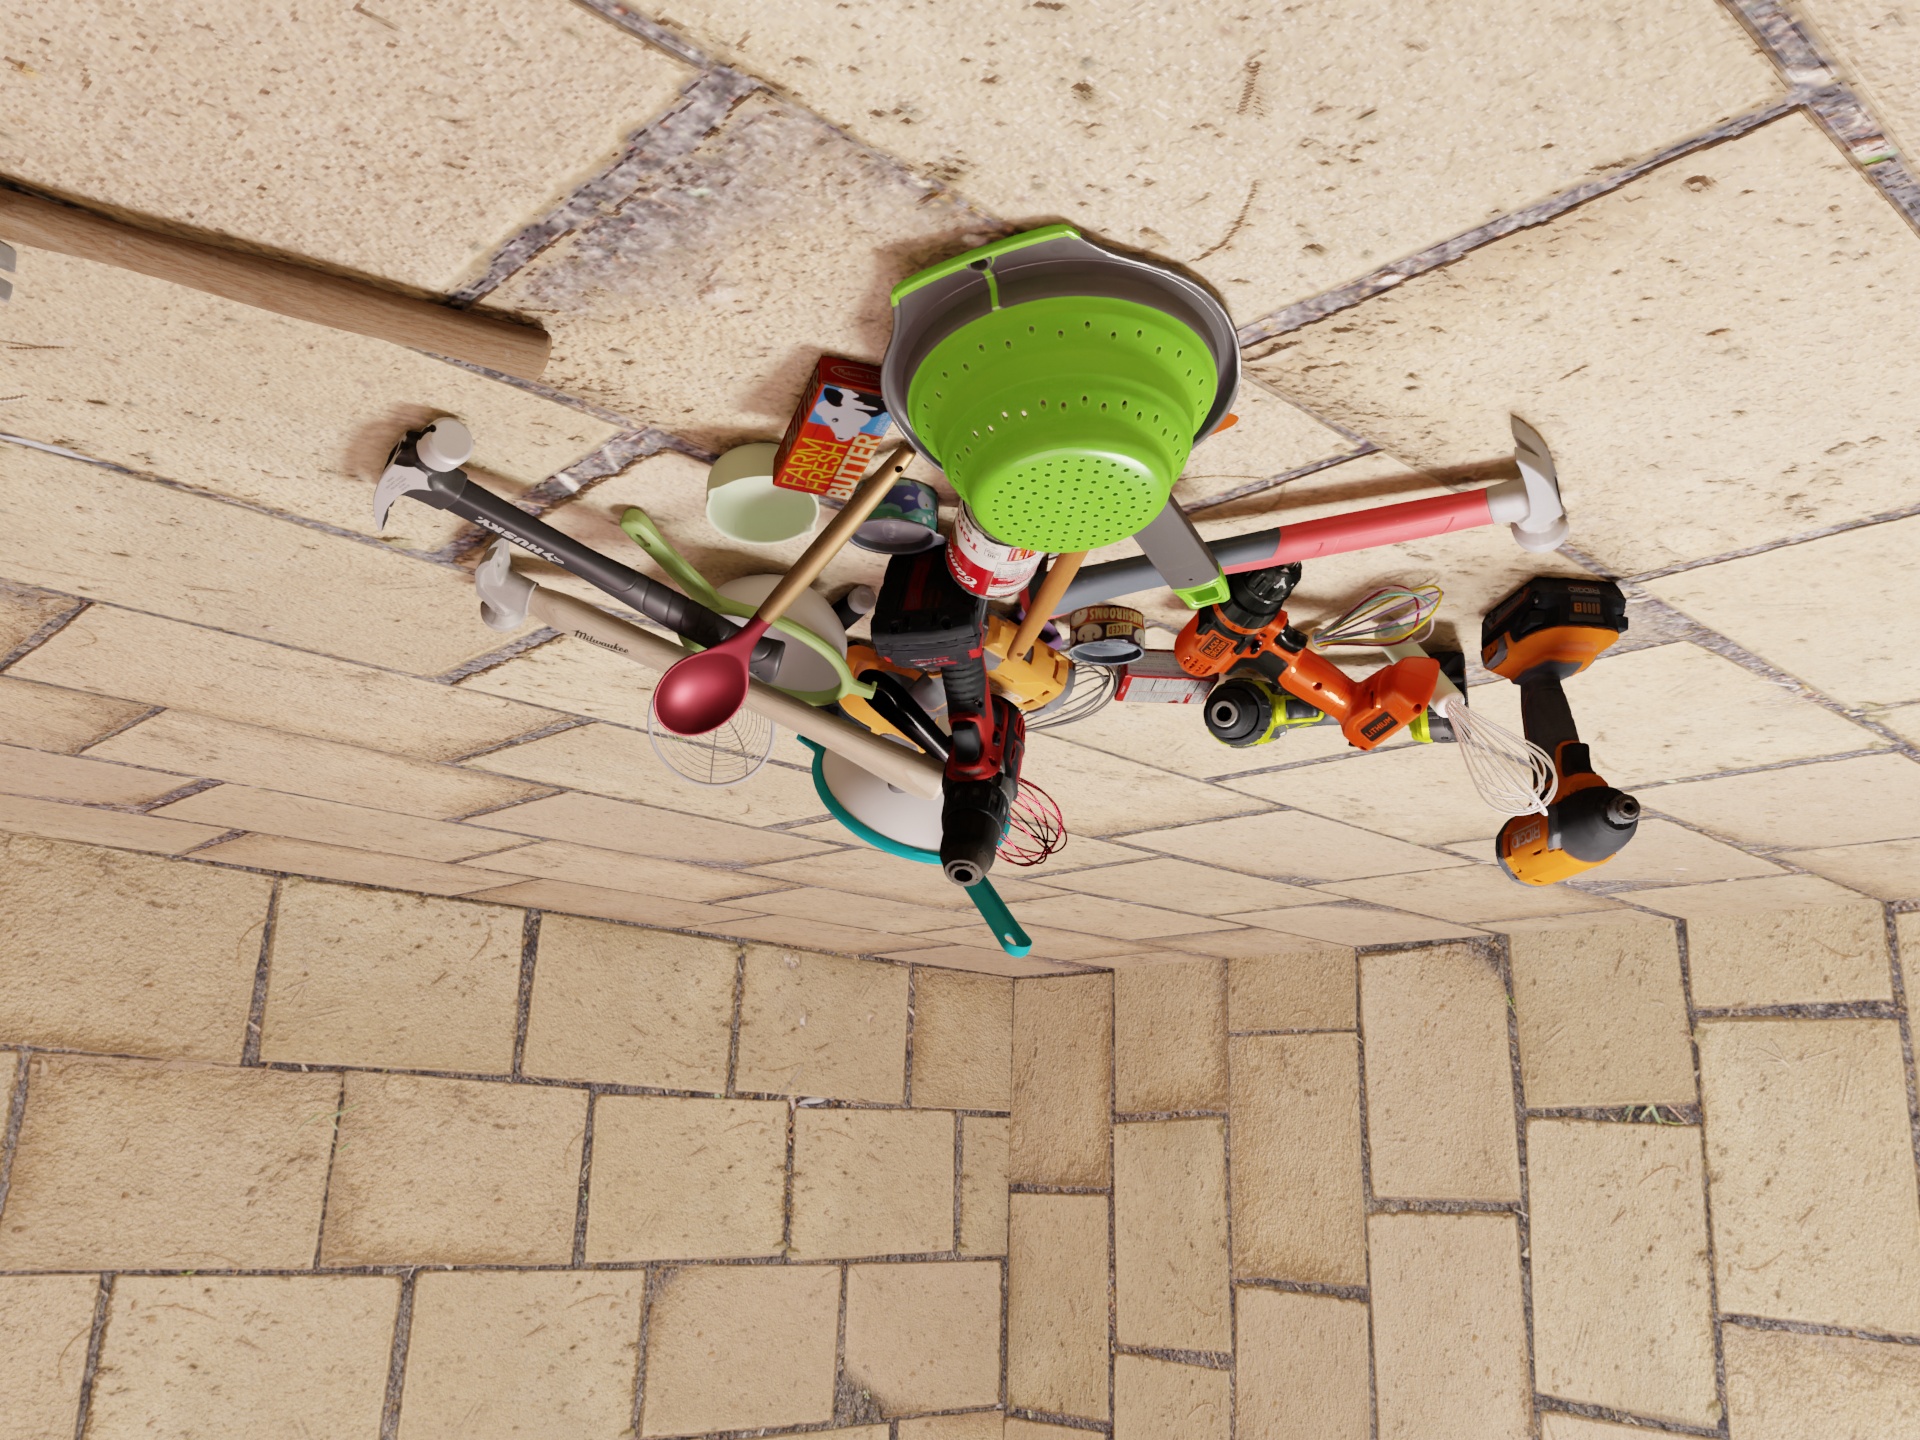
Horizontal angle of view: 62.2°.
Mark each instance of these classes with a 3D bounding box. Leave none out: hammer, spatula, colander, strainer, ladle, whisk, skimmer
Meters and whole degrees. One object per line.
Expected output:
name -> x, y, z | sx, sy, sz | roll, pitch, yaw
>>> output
hammer -> -0.197, -0.036, 1.291 | 0.410, 0.038, 0.146 | 24, 158, -7
spatula -> 0.088, -0.124, 1.095 | 0.081, 0.041, 0.322 | 6, 147, -16
spatula -> 0.060, -0.101, 1.301 | 0.060, 0.018, 0.315 | 10, 165, 3
hammer -> 0.215, -0.127, 1.115 | 0.386, 0.038, 0.143 | -9, 159, 25
colander -> 0.094, -0.128, 0.956 | 0.204, 0.095, 0.396 | -14, 152, 22
strainer -> -0.177, -0.104, 1.269 | 0.151, 0.069, 0.256 | 1, 149, 35
ladle -> -0.126, -0.090, 1.137 | 0.069, 0.031, 0.315 | 20, 133, -33
whisk -> 0.003, 0.044, 1.411 | 0.073, 0.073, 0.295 | -10, 139, 37
strainer -> -0.007, 0.079, 1.539 | 0.211, 0.341, 0.095 | -1, 128, -33
skimmer -> -0.181, -0.032, 1.446 | 0.127, 0.090, 0.363 | 47, 148, -9
whisk -> 0.395, -0.007, 1.267 | 0.058, 0.247, 0.059 | -37, 130, 10
hammer -> -0.387, -0.236, 0.850 | 0.331, 0.031, 0.130 | 10, 162, -28
whisk -> 0.037, 0.007, 1.482 | 0.239, 0.055, 0.055 | -27, 160, 5
hammer -> -0.267, -0.108, 1.163 | 0.334, 0.035, 0.146 | 29, 152, -33
whisk -> 0.314, -0.071, 1.339 | 0.051, 0.047, 0.245 | 8, 167, -25

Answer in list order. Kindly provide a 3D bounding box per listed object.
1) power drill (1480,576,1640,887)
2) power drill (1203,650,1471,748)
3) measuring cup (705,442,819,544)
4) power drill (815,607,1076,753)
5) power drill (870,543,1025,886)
power drill -> 0.476, 0.007, 1.248 | 0.084, 0.227, 0.164 | 3, 164, -6
power drill -> 0.331, -0.013, 1.414 | 0.228, 0.080, 0.190 | -5, 179, 19
measuring cup -> -0.106, -0.176, 1.045 | 0.083, 0.038, 0.167 | 18, 141, -35
power drill -> -0.038, -0.045, 1.392 | 0.185, 0.084, 0.226 | 28, 150, -33
power drill -> -0.002, -0.004, 1.223 | 0.080, 0.188, 0.226 | -4, 129, 14
